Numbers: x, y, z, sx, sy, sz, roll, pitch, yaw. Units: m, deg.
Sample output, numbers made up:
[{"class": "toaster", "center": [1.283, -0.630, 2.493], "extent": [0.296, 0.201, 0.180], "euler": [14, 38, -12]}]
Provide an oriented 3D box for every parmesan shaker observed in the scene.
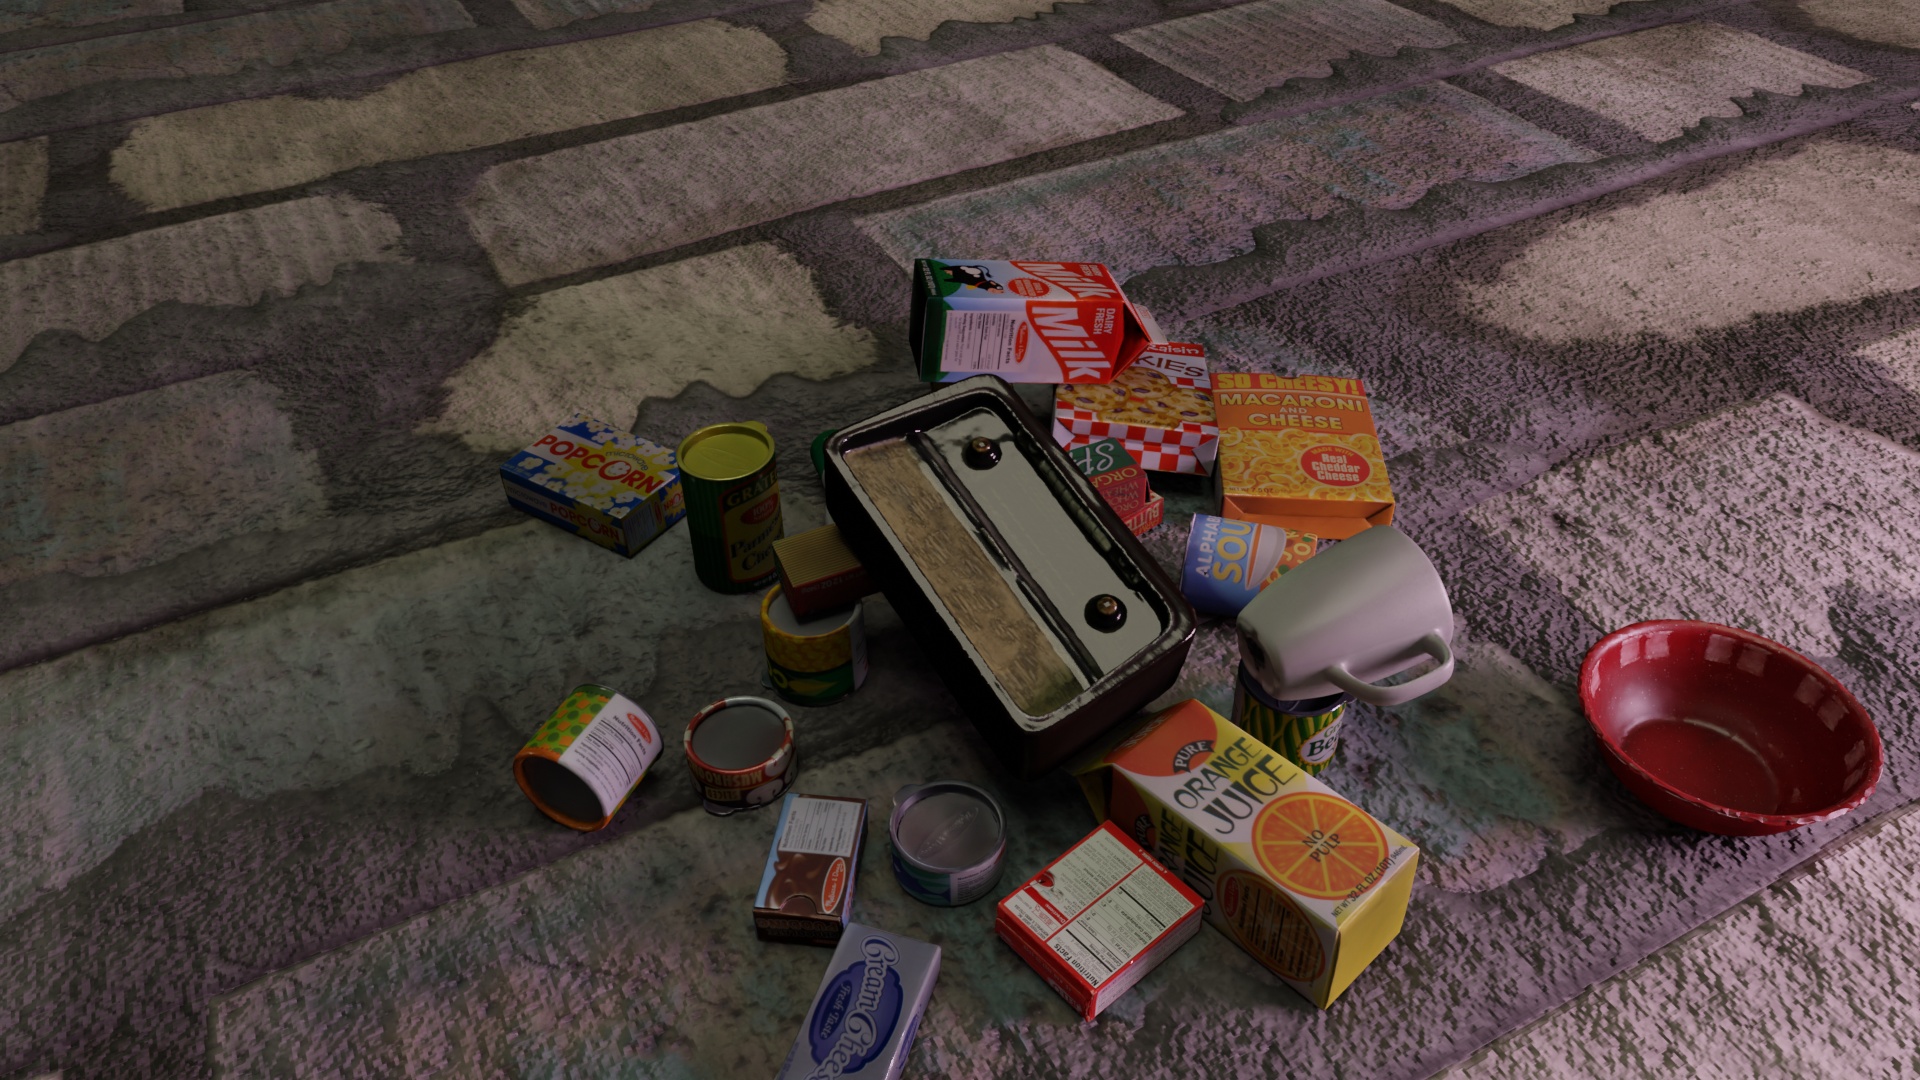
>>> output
[{"class": "parmesan shaker", "center": [-0.156, -0.023, 0.967], "extent": [0.071, 0.102, 0.072], "euler": [-1, 39, 1]}]

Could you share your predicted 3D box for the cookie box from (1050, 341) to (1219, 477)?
[{"class": "cookie box", "center": [0.134, -0.112, 1.100], "extent": [0.123, 0.040, 0.168], "euler": [6, 32, 1]}]

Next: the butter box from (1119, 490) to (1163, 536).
[{"class": "butter box", "center": [0.098, -0.037, 1.041], "extent": [0.053, 0.024, 0.104], "euler": [-26, 45, -29]}]

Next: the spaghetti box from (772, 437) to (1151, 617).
[{"class": "spaghetti box", "center": [0.003, -0.011, 0.904], "extent": [0.251, 0.028, 0.050], "euler": [-18, 42, -15]}]

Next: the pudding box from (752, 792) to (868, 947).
[{"class": "pudding box", "center": [-0.082, 0.181, 0.771], "extent": [0.050, 0.030, 0.084], "euler": [4, 39, 5]}]

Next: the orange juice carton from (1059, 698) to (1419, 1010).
[{"class": "orange juice carton", "center": [0.145, 0.157, 0.763], "extent": [0.072, 0.072, 0.193], "euler": [-31, 47, -30]}]

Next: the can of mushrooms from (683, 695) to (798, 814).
[{"class": "can of mushrooms", "center": [-0.133, 0.128, 0.835], "extent": [0.071, 0.033, 0.071], "euler": [0, 39, 0]}]

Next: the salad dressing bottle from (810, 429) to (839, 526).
[{"class": "salad dressing bottle", "center": [-0.076, -0.028, 1.018], "extent": [0.064, 0.043, 0.148], "euler": [-12, 40, -15]}]

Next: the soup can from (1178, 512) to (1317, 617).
[{"class": "soup can", "center": [0.193, 0.018, 0.934], "extent": [0.084, 0.071, 0.072], "euler": [10, 40, 13]}]

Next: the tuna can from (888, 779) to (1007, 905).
[{"class": "tuna can", "center": [-0.009, 0.169, 0.782], "extent": [0.071, 0.032, 0.071], "euler": [0, 39, 0]}]

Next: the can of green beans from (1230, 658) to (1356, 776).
[{"class": "can of green beans", "center": [0.198, 0.102, 0.841], "extent": [0.071, 0.057, 0.071], "euler": [-1, 39, 1]}]

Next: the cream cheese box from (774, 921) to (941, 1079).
[{"class": "cream cheese box", "center": [-0.050, 0.244, 0.697], "extent": [0.053, 0.024, 0.104], "euler": [11, 41, 14]}]

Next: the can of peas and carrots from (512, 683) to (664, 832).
[{"class": "can of peas and carrots", "center": [-0.219, 0.128, 0.814], "extent": [0.071, 0.070, 0.059], "euler": [15, 42, 18]}]

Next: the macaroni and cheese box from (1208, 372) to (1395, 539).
[{"class": "macaroni and cheese box", "center": [0.256, -0.068, 1.065], "extent": [0.124, 0.040, 0.167], "euler": [3, 39, 3]}]

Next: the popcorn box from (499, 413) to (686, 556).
[{"class": "popcorn box", "center": [-0.270, -0.044, 1.046], "extent": [0.127, 0.038, 0.085], "euler": [21, 43, 25]}]

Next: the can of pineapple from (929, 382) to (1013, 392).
[{"class": "can of pineapple", "center": [0.009, -0.117, 1.107], "extent": [0.071, 0.070, 0.058], "euler": [-5, 38, -5]}]

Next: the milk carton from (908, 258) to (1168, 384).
[{"class": "milk carton", "center": [0.060, -0.168, 1.067], "extent": [0.191, 0.073, 0.073], "euler": [0, 35, -10]}]

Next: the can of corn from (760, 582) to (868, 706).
[{"class": "can of corn", "center": [-0.096, 0.063, 0.894], "extent": [0.071, 0.058, 0.071], "euler": [-1, 39, 1]}]
